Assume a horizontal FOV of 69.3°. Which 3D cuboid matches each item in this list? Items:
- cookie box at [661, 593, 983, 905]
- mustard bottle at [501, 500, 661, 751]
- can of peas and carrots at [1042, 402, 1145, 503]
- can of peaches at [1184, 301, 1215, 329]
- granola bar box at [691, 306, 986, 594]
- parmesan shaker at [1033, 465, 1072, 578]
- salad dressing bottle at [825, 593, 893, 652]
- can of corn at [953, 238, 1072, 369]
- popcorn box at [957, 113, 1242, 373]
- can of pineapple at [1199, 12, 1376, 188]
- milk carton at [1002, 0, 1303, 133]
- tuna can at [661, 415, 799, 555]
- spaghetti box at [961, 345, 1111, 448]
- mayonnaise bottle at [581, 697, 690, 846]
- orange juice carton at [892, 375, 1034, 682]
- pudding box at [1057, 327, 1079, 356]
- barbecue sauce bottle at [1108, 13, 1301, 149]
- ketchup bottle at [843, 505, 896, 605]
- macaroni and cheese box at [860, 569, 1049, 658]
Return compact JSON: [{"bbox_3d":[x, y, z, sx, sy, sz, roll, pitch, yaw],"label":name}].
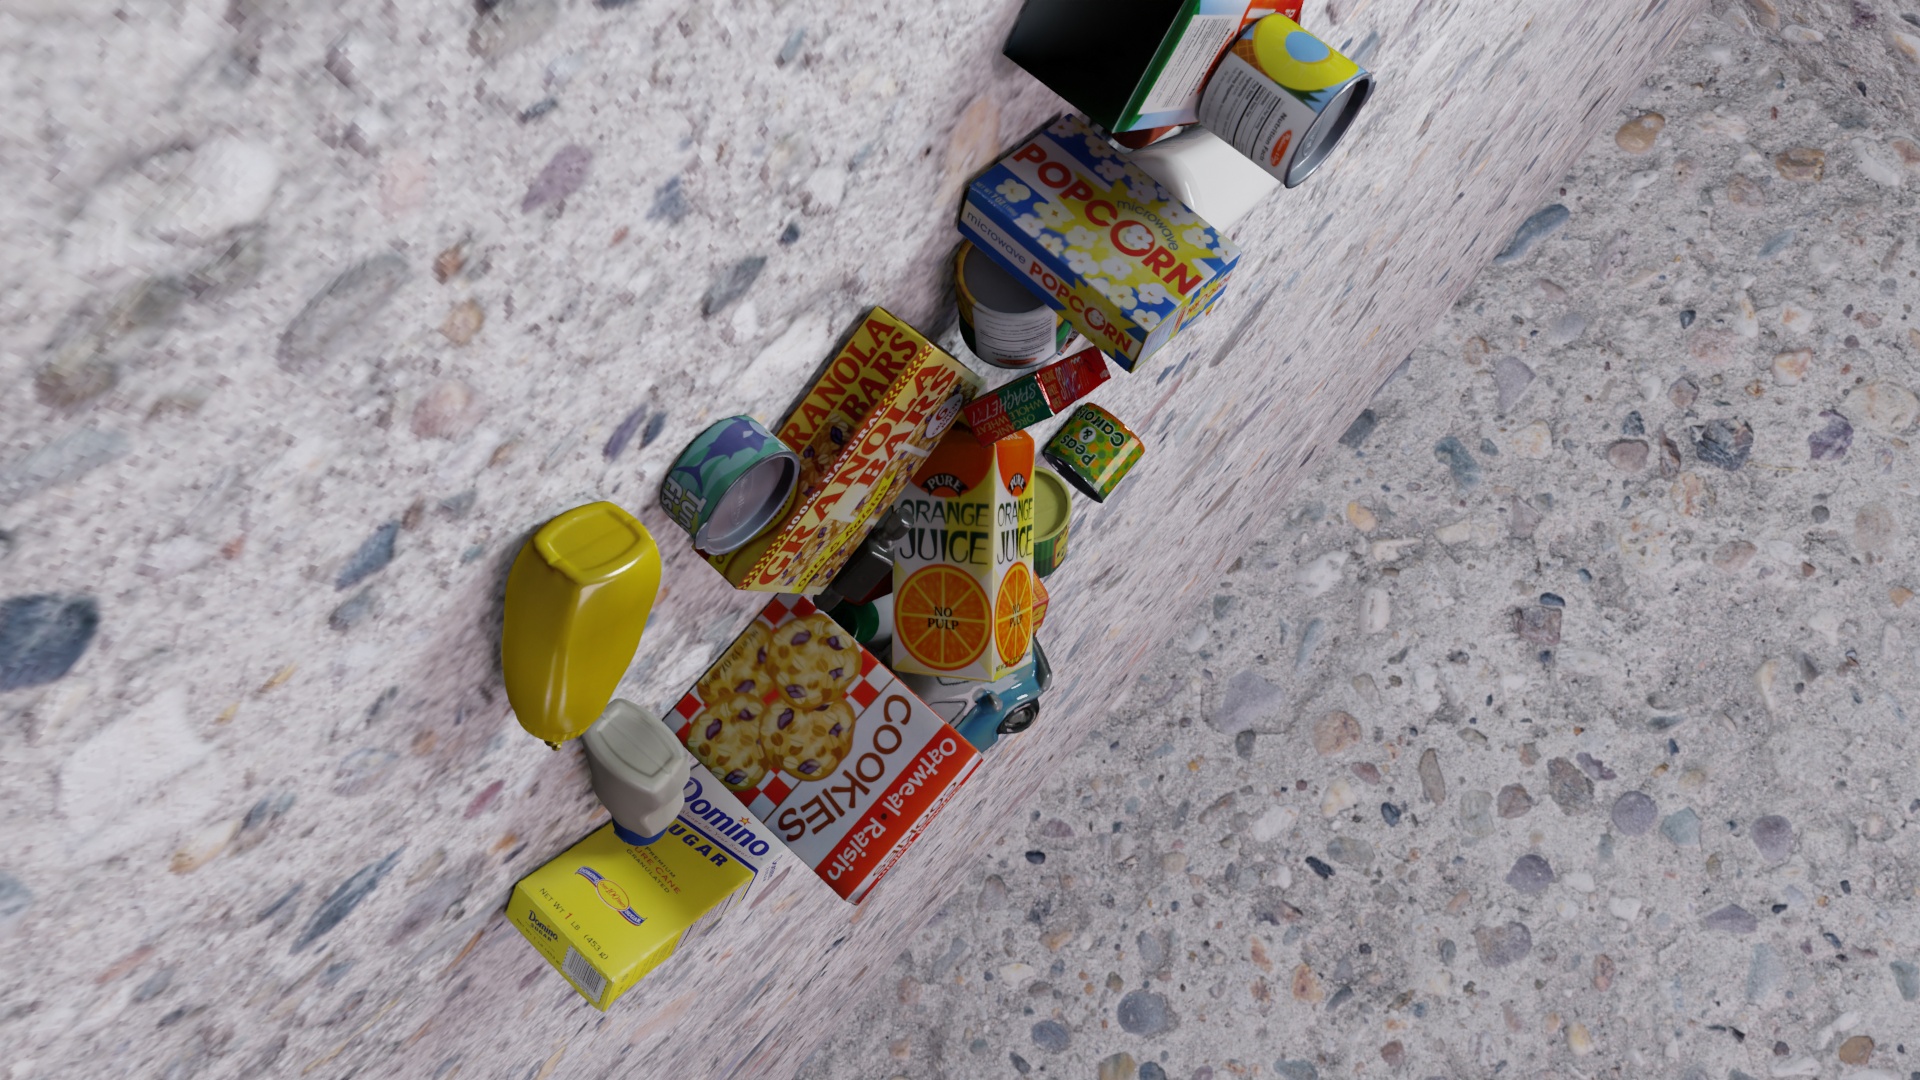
[{"bbox_3d":[-0.087,0.128,0.886,0.123,0.167,0.040,-48,165,-7],"label":"cookie box"},{"bbox_3d":[-0.185,0.052,0.654,0.065,0.049,0.159,-34,159,-45],"label":"mustard bottle"},{"bbox_3d":[0.111,-0.075,1.163,0.059,0.071,0.071,-49,165,-4],"label":"can of peas and carrots"},{"bbox_3d":[0.153,-0.193,1.002,0.071,0.071,0.058,-50,164,0],"label":"can of peaches"},{"bbox_3d":[-0.065,-0.046,0.782,0.165,0.039,0.124,-52,166,7],"label":"granola bar box"},{"bbox_3d":[0.058,-0.015,1.159,0.071,0.071,0.102,-47,165,-12],"label":"parmesan shaker"},{"bbox_3d":[-0.061,0.055,1.023,0.064,0.044,0.148,-57,163,14],"label":"salad dressing bottle"},{"bbox_3d":[0.030,-0.141,0.781,0.071,0.071,0.058,-46,164,-13],"label":"can of corn"},{"bbox_3d":[0.073,-0.159,0.734,0.085,0.127,0.038,-41,166,-28],"label":"popcorn box"},{"bbox_3d":[0.163,-0.221,0.695,0.071,0.058,0.070,-44,165,-15],"label":"can of pineapple"},{"bbox_3d":[0.110,-0.261,0.703,0.191,0.072,0.073,-28,154,-52],"label":"milk carton"},{"bbox_3d":[-0.116,-0.027,0.693,0.071,0.033,0.070,-45,164,-17],"label":"tuna can"},{"bbox_3d":[0.054,-0.097,0.894,0.050,0.028,0.251,-24,-175,17],"label":"spaghetti box"},{"bbox_3d":[-0.194,0.147,0.837,0.041,0.065,0.147,-46,169,-28],"label":"mayonnaise bottle"},{"bbox_3d":[0.003,-0.011,0.902,0.072,0.073,0.192,-13,105,-65],"label":"orange juice carton"},{"bbox_3d":[0.060,-0.153,0.898,0.049,0.030,0.084,-51,165,8],"label":"pudding box"},{"bbox_3d":[0.140,-0.274,0.814,0.149,0.044,0.064,-39,165,-34],"label":"barbecue sauce bottle"},{"bbox_3d":[-0.035,0.003,0.971,0.149,0.043,0.064,-18,138,-63],"label":"ketchup bottle"},{"bbox_3d":[-0.012,0.093,1.162,0.167,0.040,0.123,-23,157,-18],"label":"macaroni and cheese box"}]
